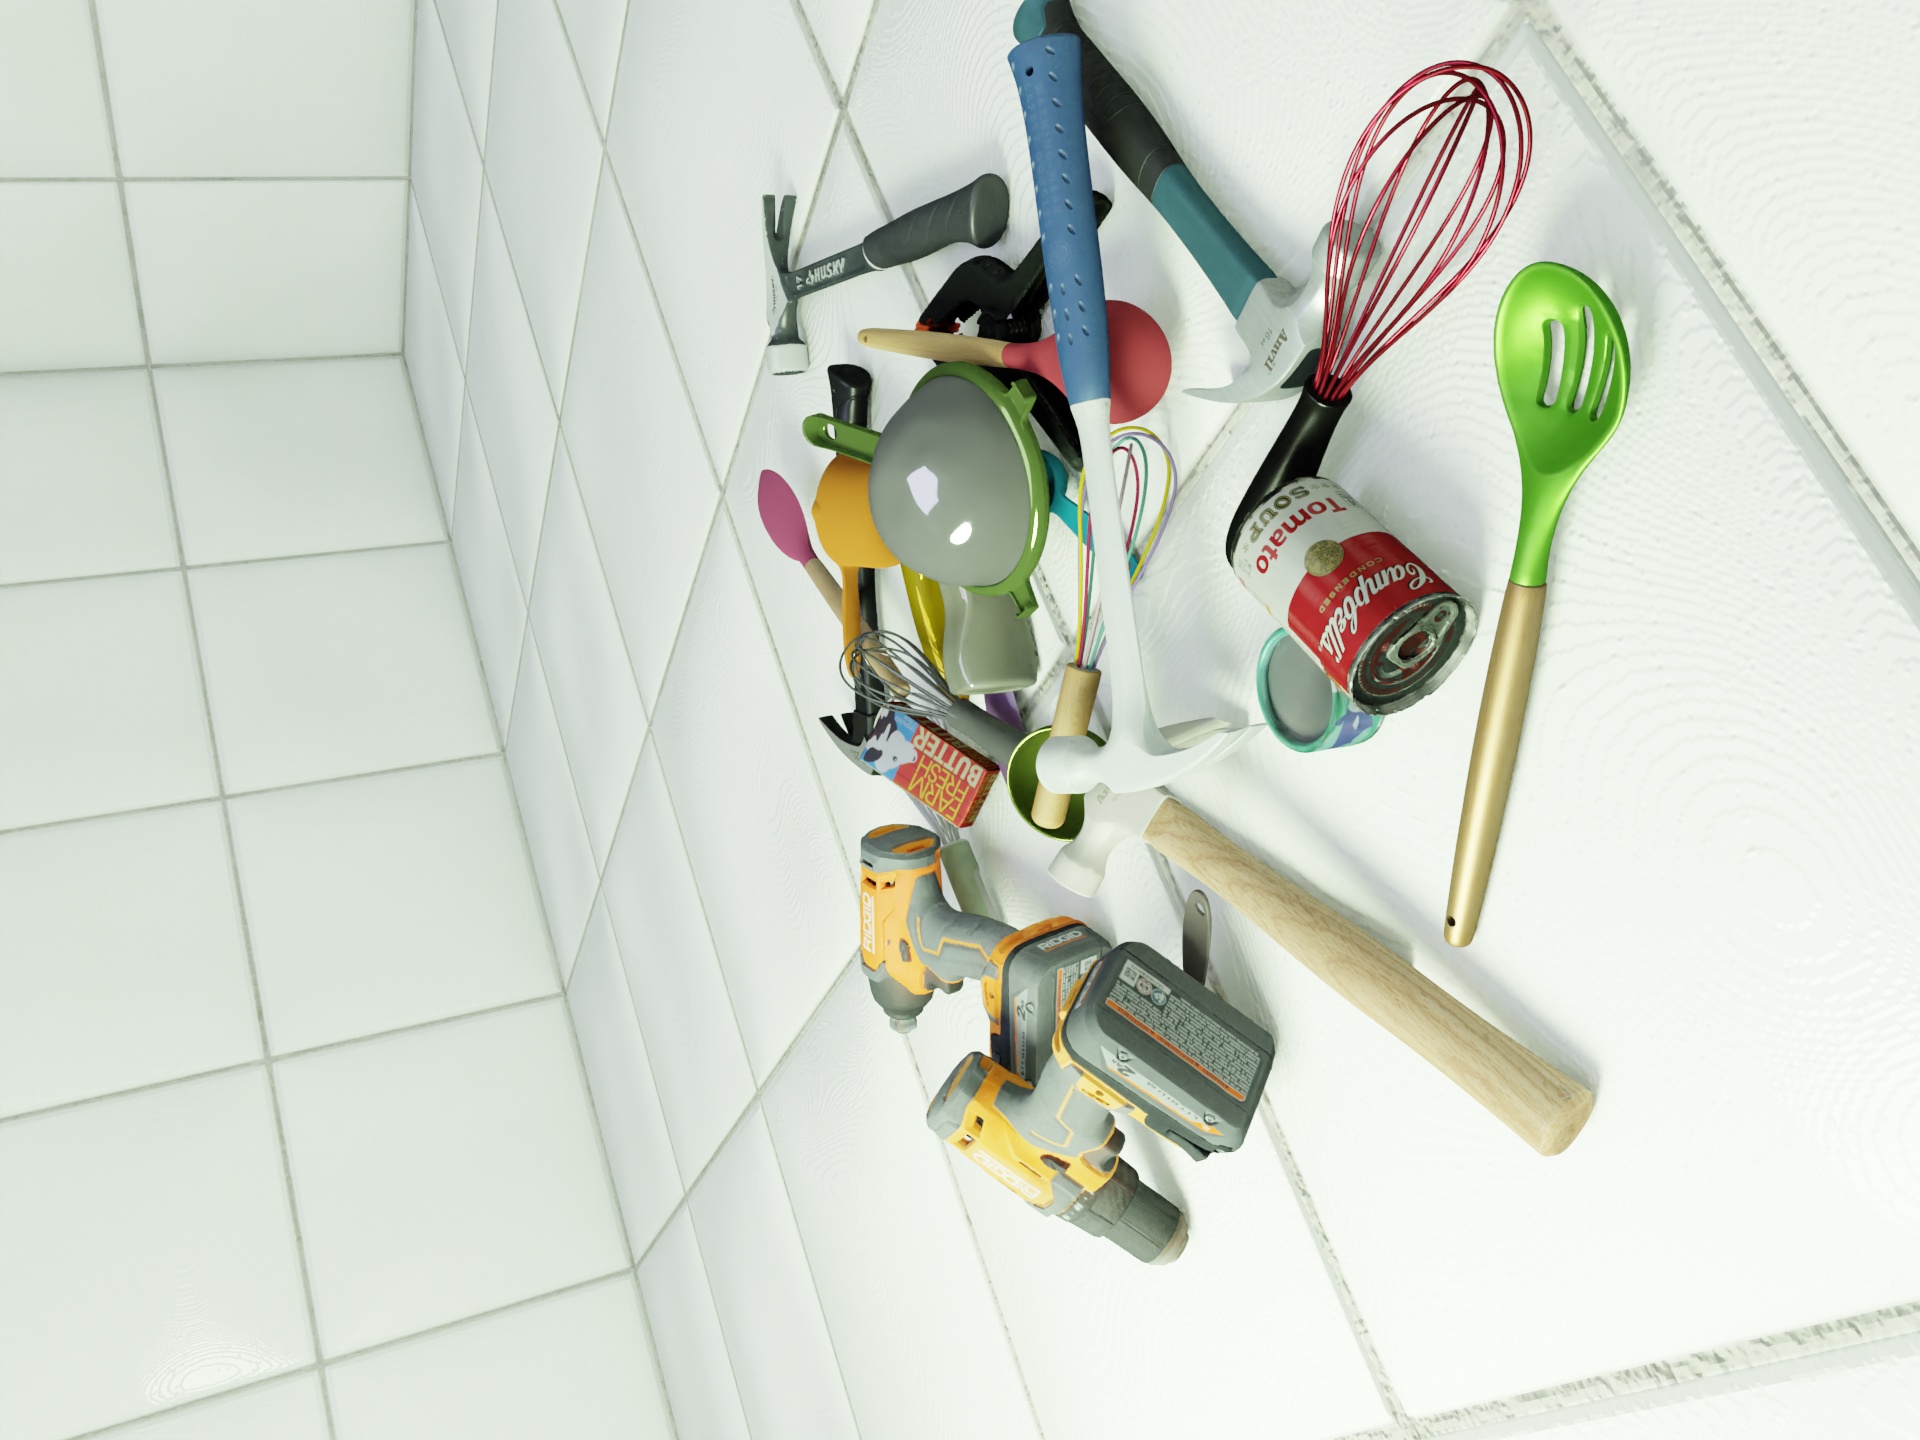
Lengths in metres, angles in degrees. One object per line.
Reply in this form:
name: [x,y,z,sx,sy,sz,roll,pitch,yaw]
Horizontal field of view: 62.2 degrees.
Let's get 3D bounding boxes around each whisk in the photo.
whisk: [-0.007,0.089,1.221,0.246,0.059,0.057,68,-171,17]
whisk: [0.074,-0.053,0.938,0.051,0.047,0.245,28,111,46]
whisk: [-0.003,-0.003,1.125,0.239,0.055,0.055,32,129,38]
whisk: [0.176,-0.165,0.729,0.295,0.073,0.073,107,144,-53]

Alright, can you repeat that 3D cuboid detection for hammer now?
hammer: [-0.071,-0.356,1.204,0.409,0.036,0.149,11,108,63]
hammer: [0.077,-0.162,0.859,0.144,0.035,0.405,-5,94,48]
hammer: [-0.084,-0.123,1.312,0.146,0.035,0.334,19,116,61]
hammer: [0.107,-0.297,0.856,0.331,0.033,0.128,64,149,32]
hammer: [0.177,0.103,0.810,0.332,0.031,0.130,38,102,46]

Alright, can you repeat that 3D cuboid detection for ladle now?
ladle: [0.131,0.079,0.914,0.320,0.062,0.078,33,125,54]
ladle: [0.018,-0.231,0.992,0.316,0.031,0.069,24,120,53]

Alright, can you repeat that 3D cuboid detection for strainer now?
strainer: [-0.048,-0.162,1.036,0.257,0.069,0.151,28,128,46]

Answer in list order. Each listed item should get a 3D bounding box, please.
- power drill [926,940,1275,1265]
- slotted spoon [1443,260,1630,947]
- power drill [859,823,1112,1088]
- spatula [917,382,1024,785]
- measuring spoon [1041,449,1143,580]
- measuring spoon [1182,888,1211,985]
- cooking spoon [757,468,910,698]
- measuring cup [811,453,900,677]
power drill: [0.098,0.245,0.960,0.185,0.084,0.226,36,138,-2]
slotted spoon: [0.238,-0.037,0.683,0.070,0.031,0.313,41,136,53]
power drill: [0.007,0.185,1.138,0.227,0.084,0.164,25,122,47]
spatula: [0.009,-0.094,1.148,0.060,0.018,0.316,154,104,-67]
measuring spoon: [0.080,-0.128,0.998,0.129,0.021,0.042,49,141,34]
measuring spoon: [0.142,0.138,0.926,0.034,0.018,0.124,40,149,38]
cooking spoon: [-0.112,-0.115,1.311,0.319,0.017,0.068,53,144,43]
measuring cup: [-0.064,-0.116,1.201,0.052,0.095,0.173,6,101,32]
